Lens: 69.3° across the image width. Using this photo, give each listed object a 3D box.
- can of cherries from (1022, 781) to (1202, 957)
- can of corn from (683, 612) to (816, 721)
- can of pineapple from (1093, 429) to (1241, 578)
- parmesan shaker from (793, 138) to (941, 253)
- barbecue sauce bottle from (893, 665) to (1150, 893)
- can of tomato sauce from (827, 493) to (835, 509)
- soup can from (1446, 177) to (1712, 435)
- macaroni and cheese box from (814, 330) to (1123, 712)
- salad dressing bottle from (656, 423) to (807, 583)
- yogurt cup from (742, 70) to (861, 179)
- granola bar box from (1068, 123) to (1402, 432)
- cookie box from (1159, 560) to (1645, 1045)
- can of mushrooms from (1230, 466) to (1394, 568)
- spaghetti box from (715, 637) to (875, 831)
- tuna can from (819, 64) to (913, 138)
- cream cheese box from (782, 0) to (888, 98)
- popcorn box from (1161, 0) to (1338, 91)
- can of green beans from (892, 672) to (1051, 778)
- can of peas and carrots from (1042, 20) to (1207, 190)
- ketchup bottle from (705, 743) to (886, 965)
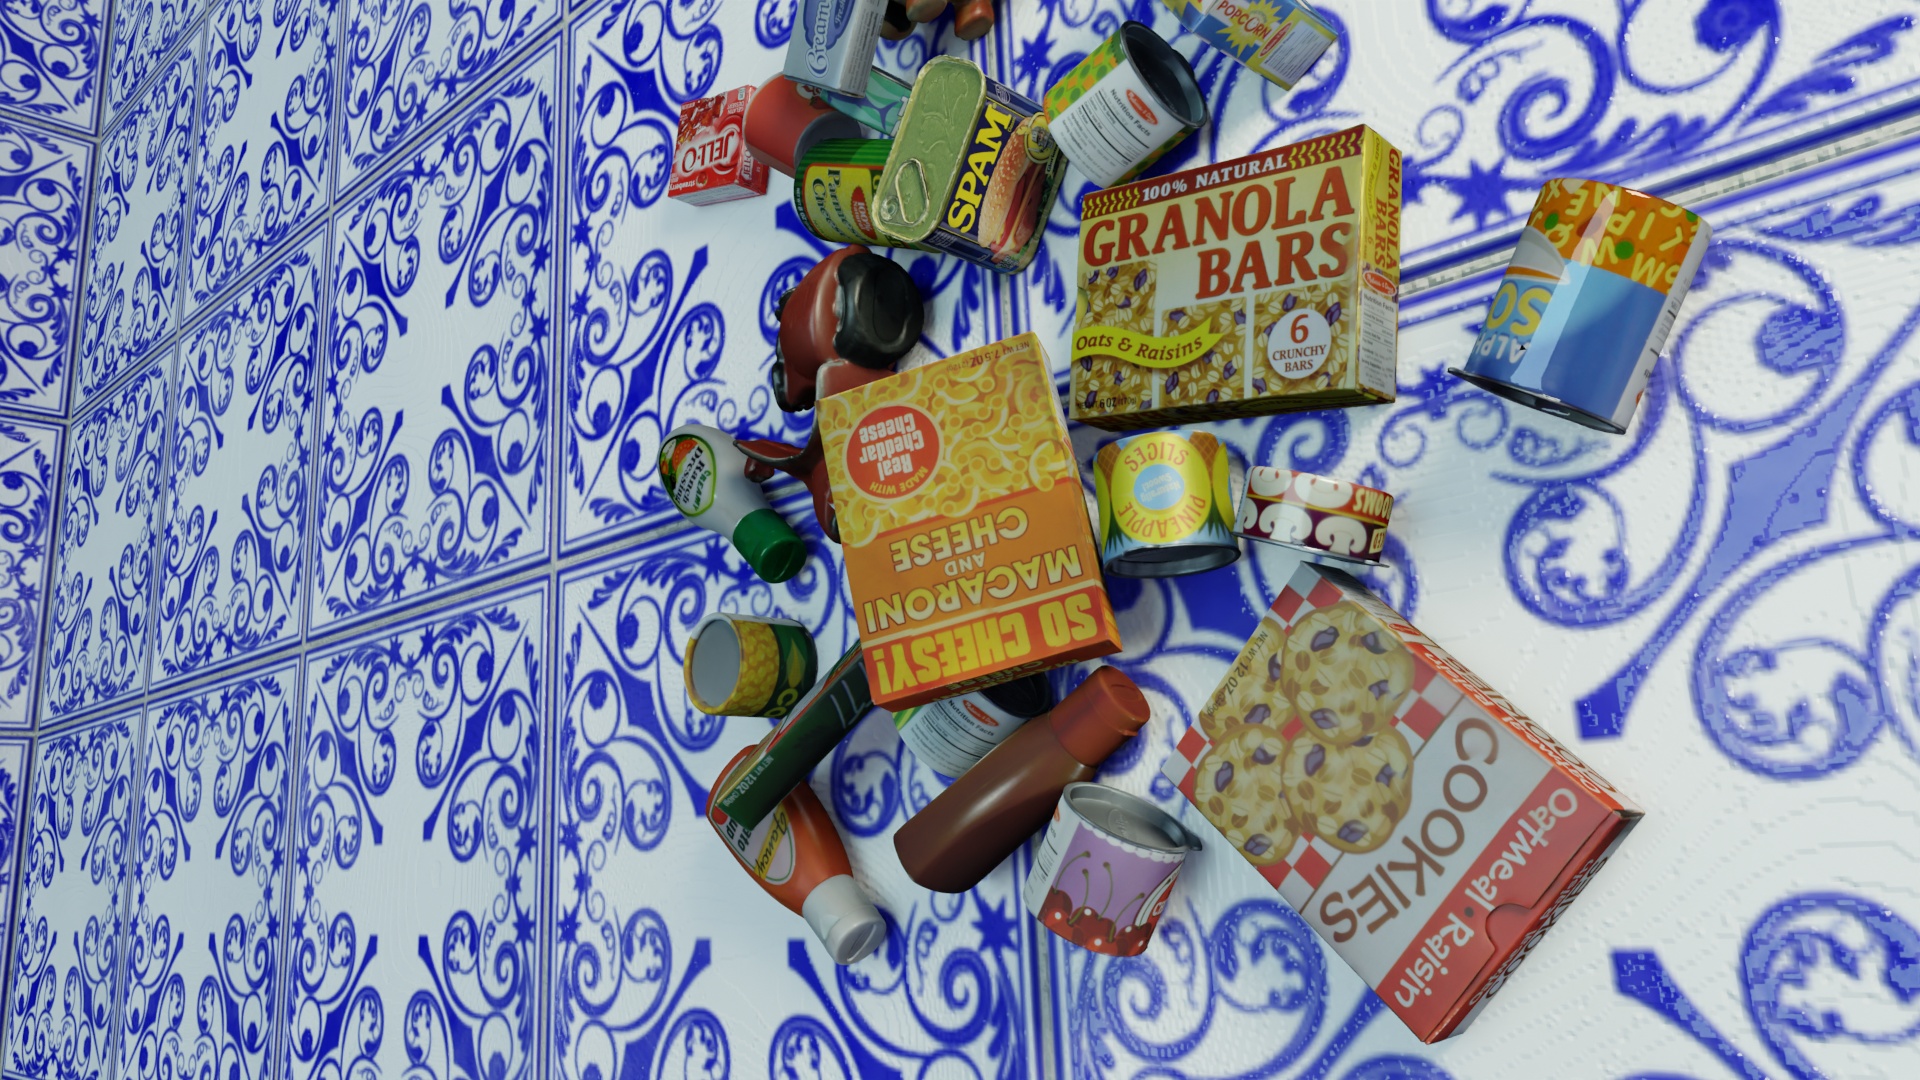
[{"bbox_3d":[0.073,0.159,0.668,0.071,0.071,0.058,30,104,43],"label":"can of cherries"},{"bbox_3d":[-0.135,0.083,0.887,0.071,0.058,0.071,-10,75,43],"label":"can of corn"},{"bbox_3d":[0.099,-0.017,0.672,0.071,0.071,0.058,-18,70,41],"label":"can of pineapple"},{"bbox_3d":[-0.047,-0.211,0.855,0.103,0.071,0.071,16,94,45],"label":"parmesan shaker"},{"bbox_3d":[0.034,0.124,0.715,0.148,0.065,0.044,-45,56,22],"label":"barbecue sauce bottle"},{"bbox_3d":[-0.025,-0.033,0.777,0.083,0.071,0.071,-49,49,-1],"label":"can of tomato sauce"},{"bbox_3d":[0.243,-0.093,0.547,0.071,0.071,0.083,29,102,43],"label":"soup can"},{"bbox_3d":[0.003,-0.009,0.705,0.123,0.040,0.167,-17,70,12],"label":"macaroni and cheese box"},{"bbox_3d":[-0.154,-0.025,0.936,0.148,0.044,0.064,43,113,40],"label":"salad dressing bottle"},{"bbox_3d":[-0.103,-0.270,0.921,0.054,0.072,0.072,42,112,32],"label":"yogurt cup"},{"bbox_3d":[0.130,-0.123,0.683,0.165,0.039,0.124,-2,80,44],"label":"granola bar box"},{"bbox_3d":[0.178,0.106,0.592,0.168,0.040,0.122,46,113,39],"label":"cookie box"},{"bbox_3d":[0.158,-0.010,0.616,0.071,0.071,0.033,14,91,45],"label":"can of mushrooms"},{"bbox_3d":[-0.047,0.067,0.783,0.028,0.050,0.249,42,107,-7],"label":"spaghetti box"},{"bbox_3d":[-0.050,-0.276,0.870,0.071,0.071,0.032,43,113,40],"label":"tuna can"},{"bbox_3d":[-0.069,-0.319,0.822,0.053,0.024,0.103,28,109,36],"label":"cream cheese box"},{"bbox_3d":[0.120,-0.287,0.692,0.038,0.085,0.127,-49,53,28],"label":"popcorn box"},{"bbox_3d":[0.005,0.086,0.745,0.057,0.071,0.071,-48,53,28],"label":"can of green beans"},{"bbox_3d":[0.087,-0.228,0.729,0.058,0.071,0.071,-33,61,36],"label":"can of peas and carrots"},{"bbox_3d":[-0.098,0.191,0.842,0.149,0.043,0.064,42,105,39],"label":"ketchup bottle"}]
